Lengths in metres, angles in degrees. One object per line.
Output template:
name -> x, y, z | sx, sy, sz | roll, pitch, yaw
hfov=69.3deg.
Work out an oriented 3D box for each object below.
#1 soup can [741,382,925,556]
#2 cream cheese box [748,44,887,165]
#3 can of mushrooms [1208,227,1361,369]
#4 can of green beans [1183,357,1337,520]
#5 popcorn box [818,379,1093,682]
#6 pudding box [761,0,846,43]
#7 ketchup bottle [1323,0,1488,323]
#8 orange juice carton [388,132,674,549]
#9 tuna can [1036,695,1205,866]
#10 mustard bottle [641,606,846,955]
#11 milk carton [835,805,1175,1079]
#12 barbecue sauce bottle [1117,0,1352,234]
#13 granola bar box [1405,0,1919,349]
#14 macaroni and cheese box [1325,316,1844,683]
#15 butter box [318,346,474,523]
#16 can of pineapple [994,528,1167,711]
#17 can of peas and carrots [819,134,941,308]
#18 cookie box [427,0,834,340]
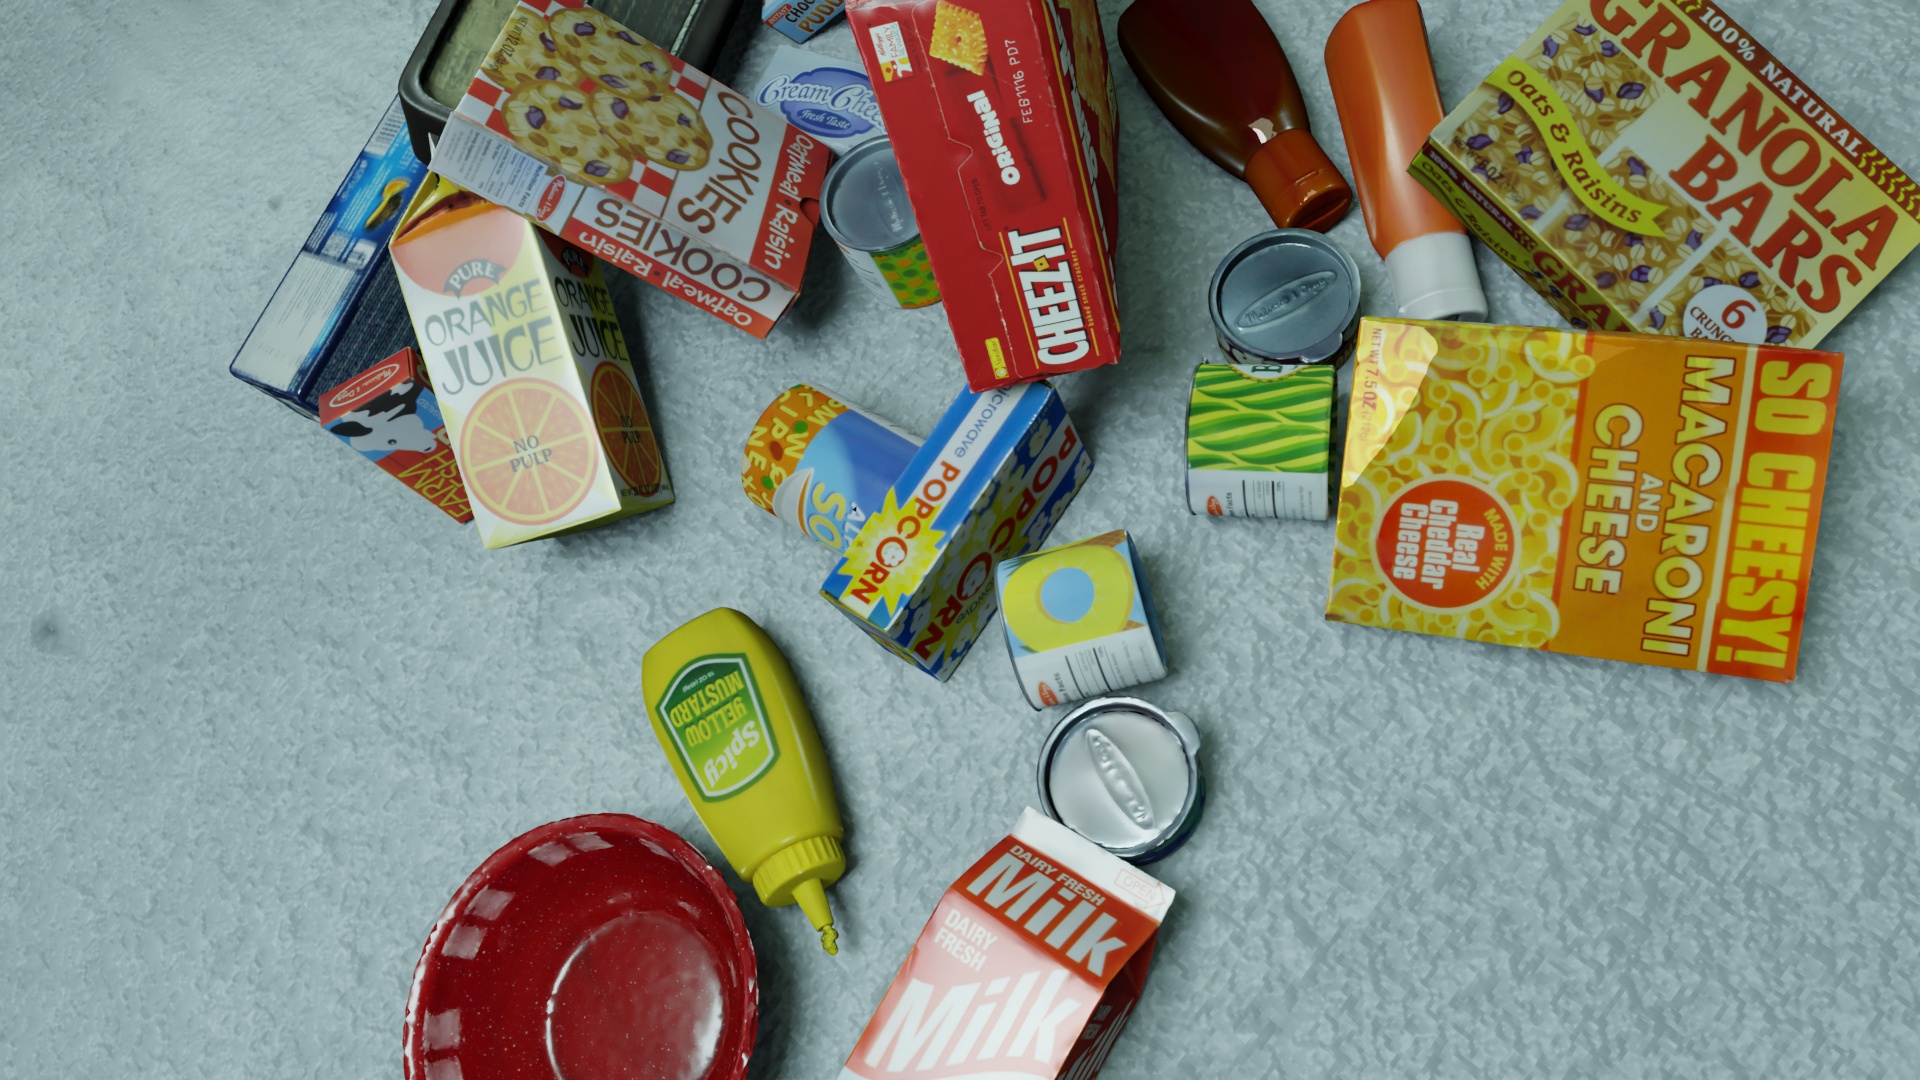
soup can -> -0.051, -0.025, 0.639 | 0.084, 0.071, 0.071 | 29, 81, 25
cream cheese box -> -0.065, -0.229, 0.747 | 0.104, 0.024, 0.053 | 21, 77, 23
can of mushrooms -> 0.148, -0.102, 0.627 | 0.071, 0.033, 0.071 | -6, 68, 14
can of green beans -> 0.129, -0.042, 0.591 | 0.058, 0.071, 0.071 | 3, 71, 18
popcorn box -> 0.002, -0.008, 0.606 | 0.038, 0.085, 0.127 | 31, 81, 24
pudding box -> -0.073, -0.316, 0.759 | 0.083, 0.030, 0.050 | -19, 59, 45
ketchup bottle -> 0.199, -0.163, 0.621 | 0.043, 0.064, 0.149 | -10, 76, 5
orange juice carton -> -0.211, -0.098, 0.673 | 0.073, 0.072, 0.192 | -17, 92, 10
tuna can -> 0.069, 0.098, 0.573 | 0.071, 0.032, 0.071 | -6, 68, 15
mustard bottle -> -0.086, 0.107, 0.609 | 0.065, 0.048, 0.161 | -33, 64, 5
milk carton -> 0.006, 0.200, 0.529 | 0.072, 0.073, 0.191 | 27, 80, 24
barbecue sauce bottle -> 0.134, -0.209, 0.668 | 0.065, 0.043, 0.149 | -29, 65, 5
granola bar box -> 0.288, -0.144, 0.568 | 0.124, 0.039, 0.165 | -44, 84, -3
macaroni and cheese box -> 0.235, -0.020, 0.540 | 0.166, 0.040, 0.123 | 8, 98, 19
butter box -> -0.263, -0.050, 0.694 | 0.053, 0.103, 0.024 | -27, 56, 8
can of pineapple -> 0.051, 0.032, 0.587 | 0.058, 0.071, 0.071 | -16, 66, 11
can of peas and carrots -> -0.027, -0.158, 0.688 | 0.071, 0.058, 0.071 | -6, 68, 14
cookie box -> -0.148, -0.183, 0.663 | 0.040, 0.167, 0.123 | -44, 29, 40
